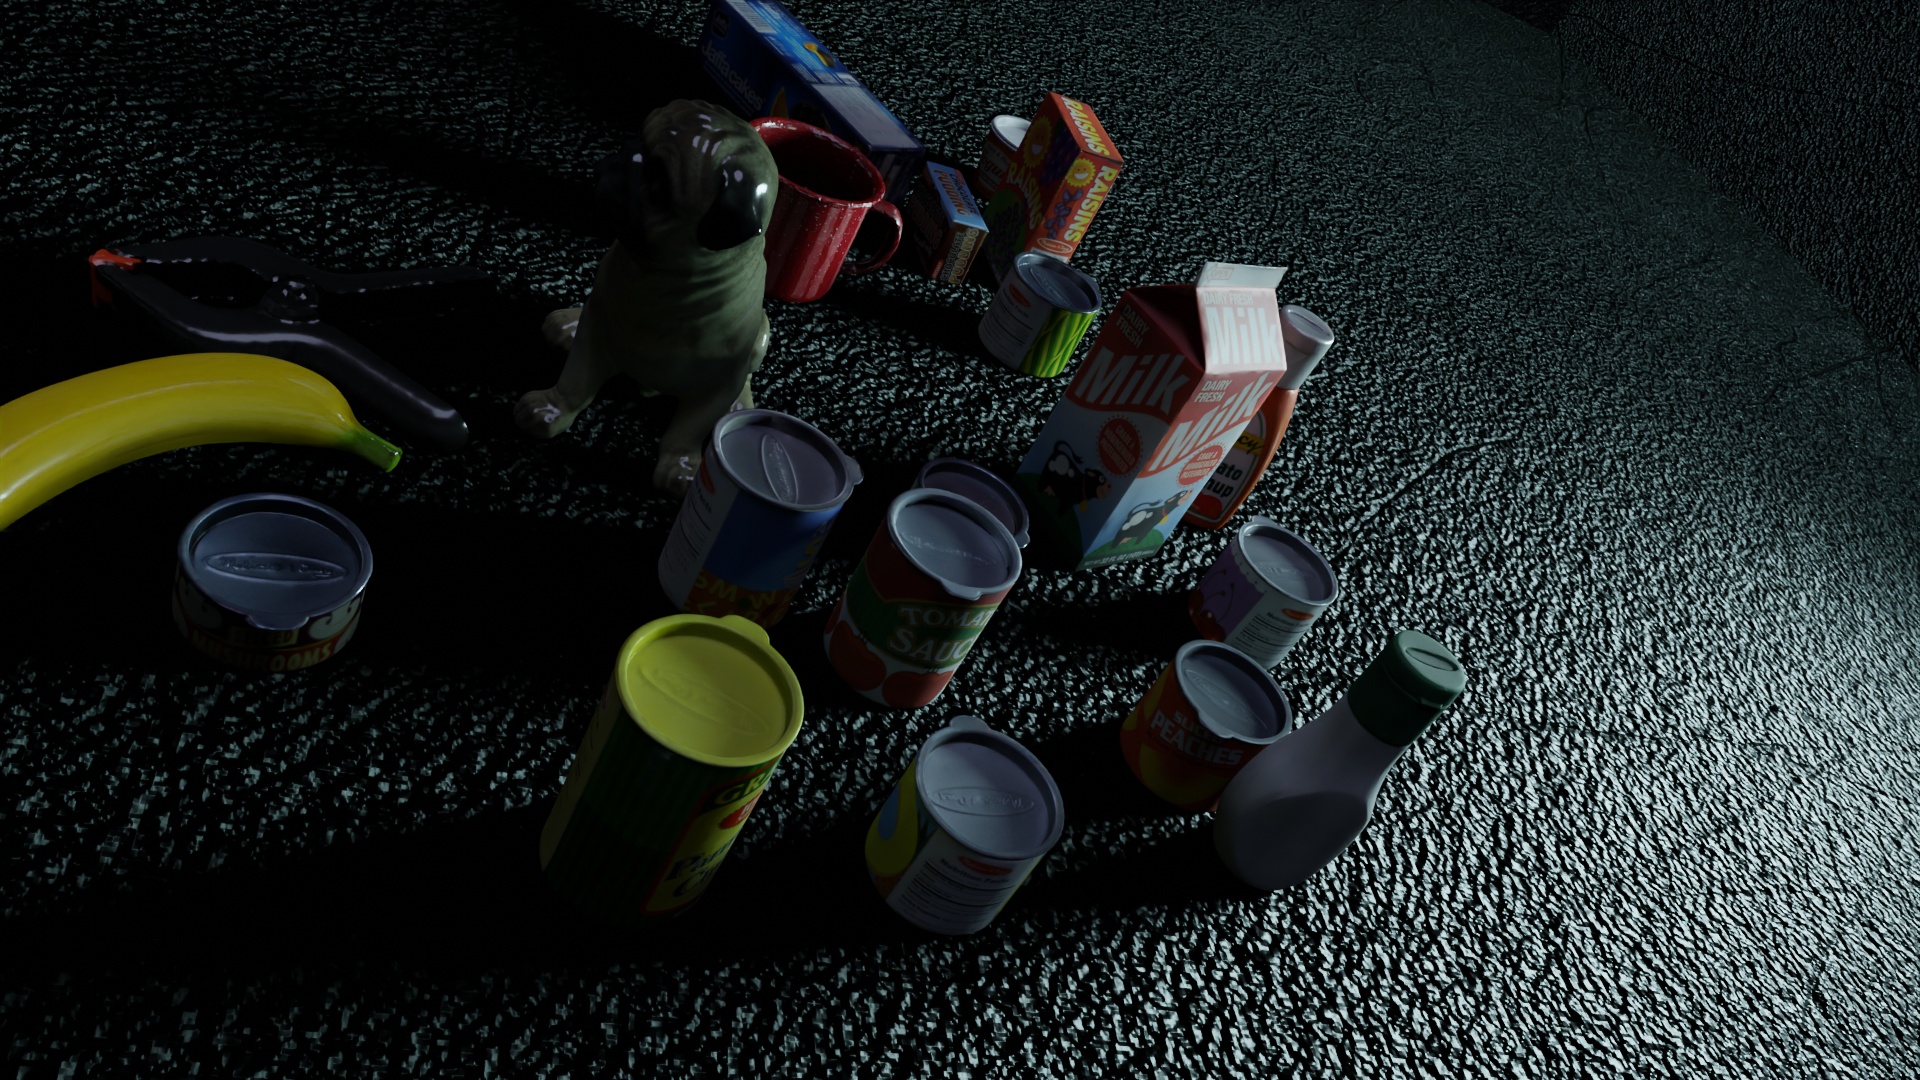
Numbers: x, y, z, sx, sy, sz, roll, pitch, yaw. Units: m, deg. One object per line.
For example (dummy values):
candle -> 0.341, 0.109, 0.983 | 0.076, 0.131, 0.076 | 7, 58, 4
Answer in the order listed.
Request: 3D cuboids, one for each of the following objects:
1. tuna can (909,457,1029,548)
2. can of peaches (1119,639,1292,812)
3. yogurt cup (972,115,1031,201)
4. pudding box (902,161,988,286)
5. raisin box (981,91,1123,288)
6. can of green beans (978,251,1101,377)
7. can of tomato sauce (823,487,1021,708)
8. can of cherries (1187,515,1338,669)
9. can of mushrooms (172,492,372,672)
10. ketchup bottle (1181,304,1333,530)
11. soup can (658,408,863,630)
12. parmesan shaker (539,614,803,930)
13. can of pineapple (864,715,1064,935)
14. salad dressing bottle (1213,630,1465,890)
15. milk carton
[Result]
tuna can -> 0.003, -0.009, 0.752 | 0.071, 0.032, 0.071 | 20, 37, -15
can of peaches -> 0.120, 0.094, 0.690 | 0.071, 0.057, 0.071 | 20, 37, -15
yogurt cup -> 0.045, -0.302, 1.119 | 0.072, 0.053, 0.073 | 20, 37, -15
pudding box -> -0.012, -0.227, 0.991 | 0.030, 0.049, 0.084 | 10, 40, -27
raisin box -> 0.063, -0.247, 1.006 | 0.040, 0.122, 0.086 | 11, 40, -26
can of green beans -> 0.053, -0.152, 0.940 | 0.071, 0.057, 0.071 | 20, 37, -15
can of tomato sauce -> -0.019, 0.029, 0.647 | 0.071, 0.082, 0.071 | 20, 37, -15
can of cherries -> 0.174, 0.030, 0.805 | 0.071, 0.058, 0.072 | 20, 37, -15
can of mushrooms -> -0.262, 0.017, 0.528 | 0.071, 0.033, 0.071 | 20, 37, -15
ketchup bottle -> 0.173, -0.077, 0.857 | 0.065, 0.148, 0.044 | 30, 35, -2
soup can -> -0.093, -0.007, 0.637 | 0.071, 0.083, 0.072 | 20, 37, -15
parmesan shaker -> -0.105, 0.084, 0.501 | 0.071, 0.102, 0.072 | 20, 37, -15
can of pineapple -> 0.001, 0.118, 0.574 | 0.071, 0.057, 0.071 | 20, 37, -15
salad dressing bottle -> 0.173, 0.103, 0.640 | 0.064, 0.147, 0.044 | 19, 37, -17
milk carton -> 0.111, -0.077, 0.776 | 0.072, 0.189, 0.073 | -7, 50, -41
